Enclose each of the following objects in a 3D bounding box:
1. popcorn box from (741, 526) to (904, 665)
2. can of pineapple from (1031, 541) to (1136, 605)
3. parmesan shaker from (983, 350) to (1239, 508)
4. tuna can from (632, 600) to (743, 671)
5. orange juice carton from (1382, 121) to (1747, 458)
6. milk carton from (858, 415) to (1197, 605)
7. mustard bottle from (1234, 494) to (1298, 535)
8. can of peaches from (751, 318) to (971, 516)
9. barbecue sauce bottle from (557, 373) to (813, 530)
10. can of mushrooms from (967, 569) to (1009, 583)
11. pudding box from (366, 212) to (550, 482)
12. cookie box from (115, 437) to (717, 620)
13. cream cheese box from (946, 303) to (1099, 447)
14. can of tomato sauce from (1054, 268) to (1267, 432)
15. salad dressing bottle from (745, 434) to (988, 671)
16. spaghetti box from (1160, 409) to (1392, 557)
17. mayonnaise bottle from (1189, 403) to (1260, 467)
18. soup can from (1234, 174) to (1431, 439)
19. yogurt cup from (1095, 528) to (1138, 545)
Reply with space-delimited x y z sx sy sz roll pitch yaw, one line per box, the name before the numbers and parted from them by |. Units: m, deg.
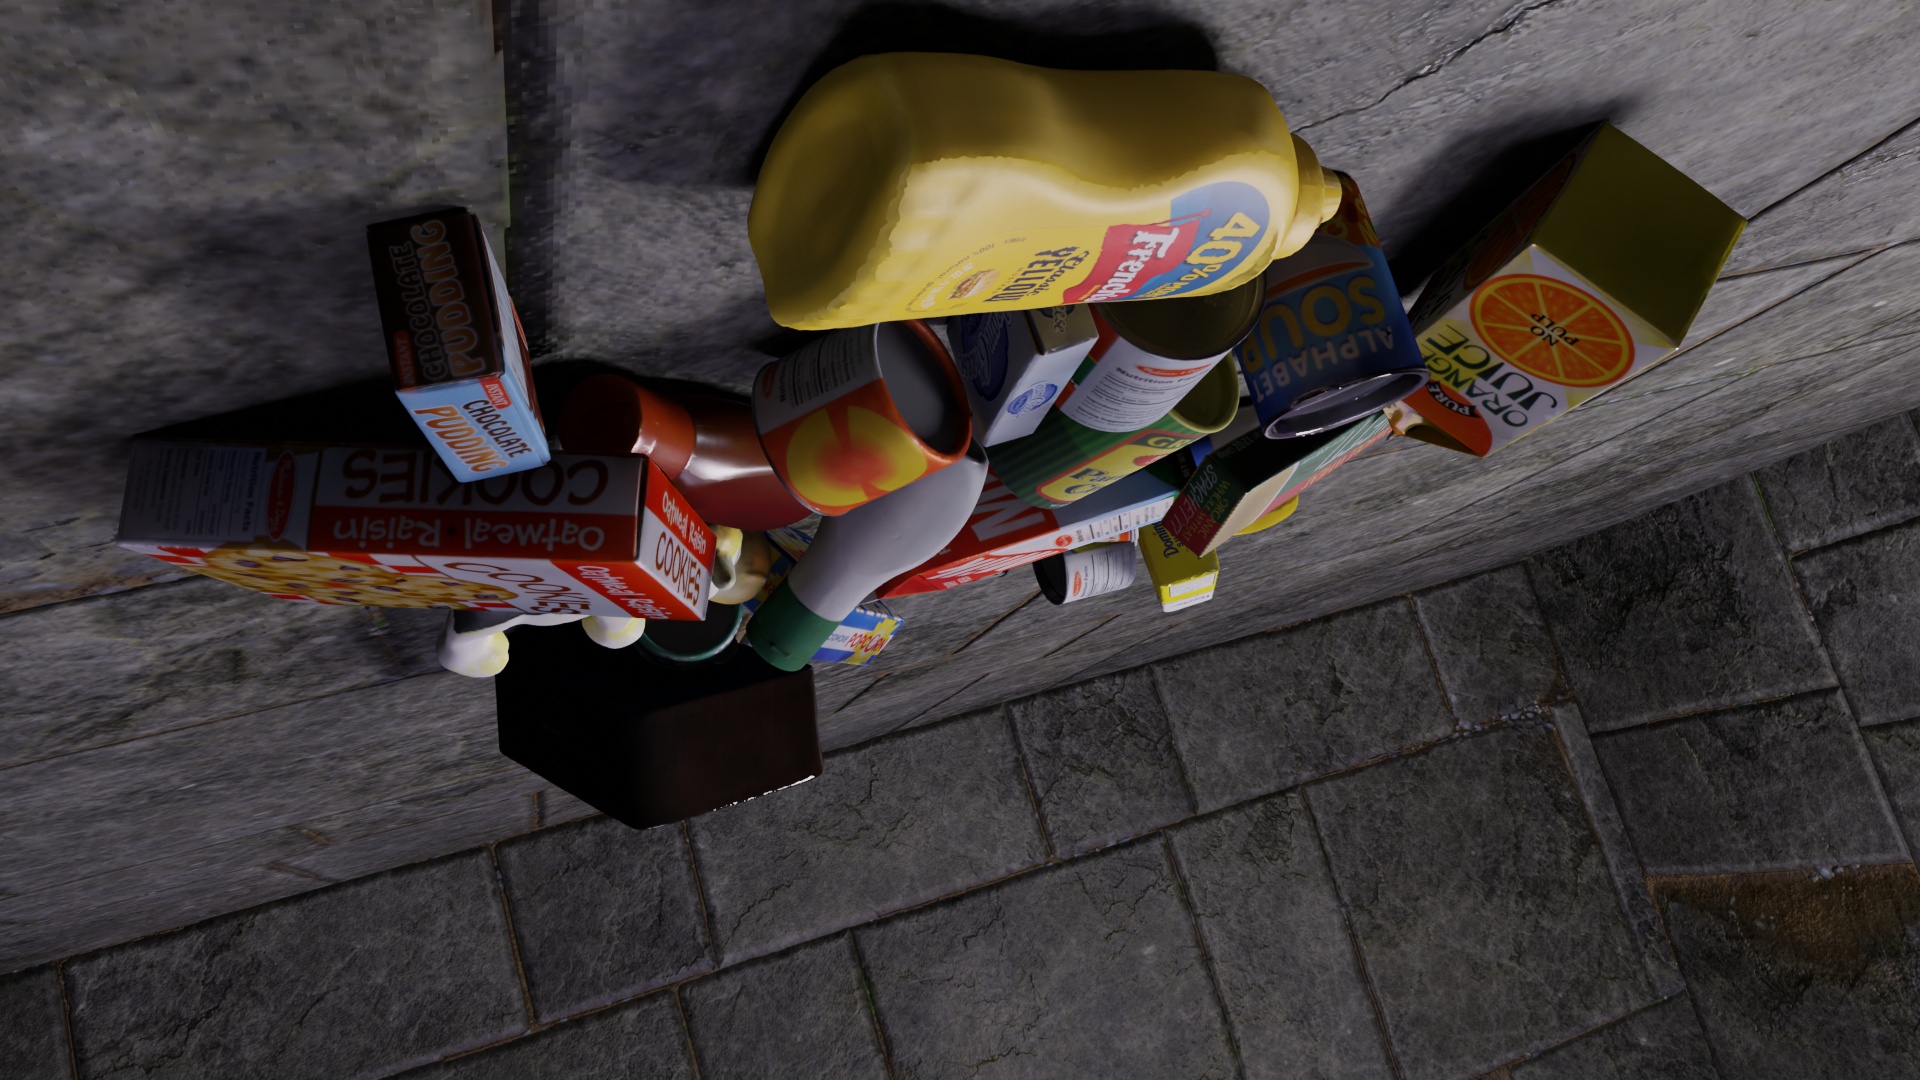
popcorn box | -0.089 0.029 0.787 0.038 0.085 0.126 -51 166 3
can of pineapple | 0.089 0.008 1.026 0.058 0.071 0.070 -13 168 -18
parmesan shaker | 0.068 -0.062 0.634 0.071 0.071 0.102 -7 165 -42
tuna can | -0.158 0.042 0.802 0.071 0.071 0.032 -13 168 -18
orange juice carton | 0.255 -0.100 0.638 0.072 0.073 0.192 -55 179 -16
milk carton | 0.024 -0.026 0.729 0.190 0.072 0.073 -19 169 4
mustard bottle | 0.192 -0.033 0.978 0.049 0.065 0.160 -20 173 -5
can of peaches | -0.035 -0.049 0.534 0.058 0.071 0.071 -23 167 27
barbecue sauce bottle | -0.106 -0.035 0.568 0.065 0.044 0.148 -20 168 16
can of mushrooms | 0.003 -0.010 0.803 0.033 0.071 0.071 -12 168 -19
pudding box | -0.143 -0.053 0.402 0.030 0.050 0.083 -13 169 -11
cookie box | -0.183 -0.002 0.501 0.167 0.040 0.122 2 168 0
cream cheese box | 0.020 -0.077 0.517 0.024 0.053 0.103 -16 169 -14
can of tomato sauce | 0.067 -0.085 0.519 0.071 0.071 0.083 -14 169 -14
salad dressing bottle | -0.049 0.002 0.676 0.147 0.064 0.044 -48 -164 19
spaghetti box | 0.196 -0.060 0.728 0.251 0.029 0.050 -28 157 -40
mayonnaise bottle | 0.181 -0.063 0.862 0.148 0.041 0.064 -14 170 -17
soup can | 0.135 -0.090 0.540 0.071 0.084 0.071 -16 169 -3
yogurt cup | 0.072 -0.029 0.816 0.054 0.072 0.072 -9 169 3
